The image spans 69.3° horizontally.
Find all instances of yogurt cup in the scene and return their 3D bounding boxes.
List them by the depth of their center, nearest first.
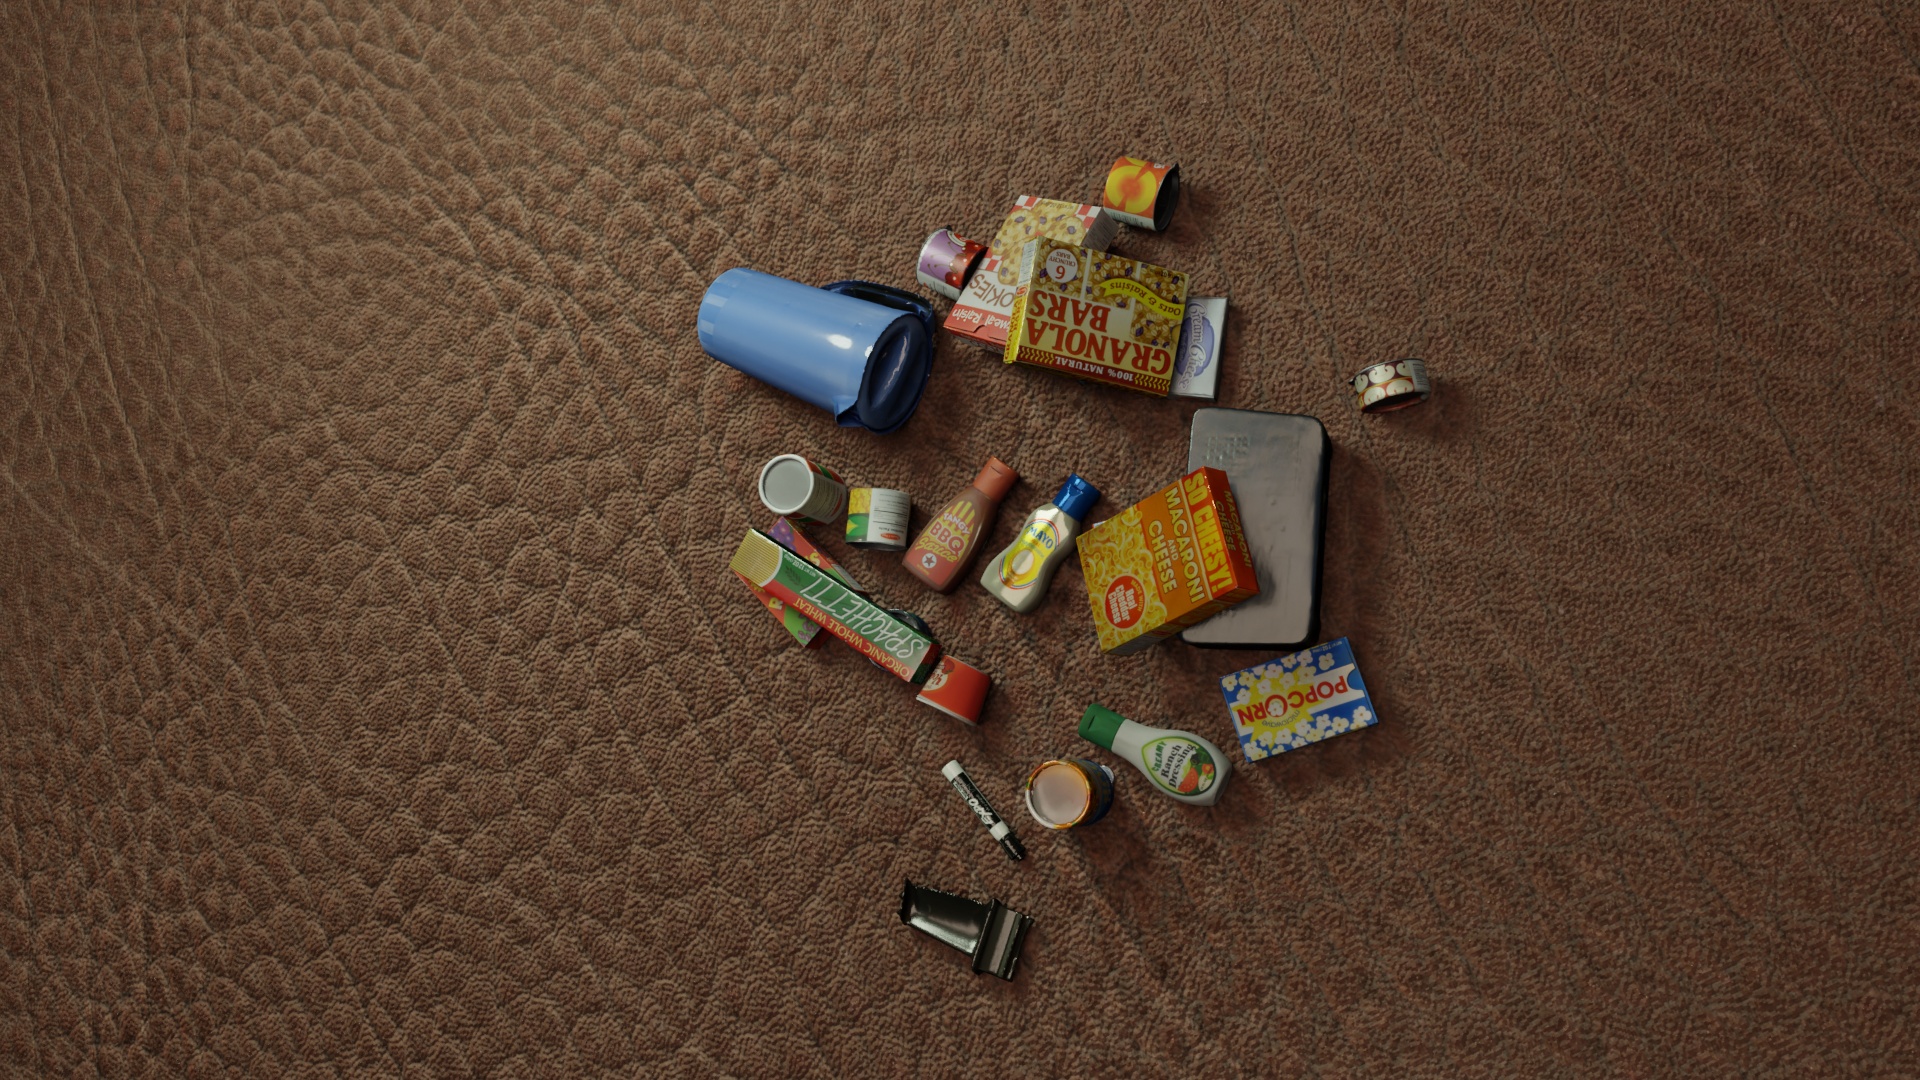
[{"bbox_3d":[-0.003,0.151,1.410,0.072,0.072,0.054,23,82,22],"label":"yogurt cup"}]

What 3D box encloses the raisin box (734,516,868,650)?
[{"bbox_3d":[-0.173,0.045,1.503,0.123,0.040,0.086,44,99,20],"label":"raisin box"}]

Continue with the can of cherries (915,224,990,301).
[{"bbox_3d":[-0.005,-0.294,1.480,0.058,0.071,0.071,28,92,22],"label":"can of cherries"}]

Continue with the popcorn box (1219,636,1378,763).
[{"bbox_3d":[0.317,0.151,1.303,0.126,0.038,0.085,-21,74,17],"label":"popcorn box"}]

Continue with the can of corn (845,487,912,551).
[{"bbox_3d":[-0.088,-0.022,1.469,0.071,0.071,0.058,3,82,21],"label":"can of corn"}]

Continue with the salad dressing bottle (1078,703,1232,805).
[{"bbox_3d":[0.186,0.204,1.340,0.148,0.044,0.064,23,88,22],"label":"salad dressing bottle"}]

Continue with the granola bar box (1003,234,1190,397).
[{"bbox_3d":[0.135,-0.217,1.360,0.166,0.039,0.124,11,89,-17],"label":"granola bar box"}]

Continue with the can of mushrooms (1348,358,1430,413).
[{"bbox_3d":[0.403,-0.144,1.304,0.071,0.071,0.033,-14,78,18],"label":"can of mushrooms"}]

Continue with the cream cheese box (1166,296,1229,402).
[{"bbox_3d":[0.237,-0.193,1.396,0.053,0.024,0.104,7,84,21],"label":"cream cheese box"}]

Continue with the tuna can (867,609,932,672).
[{"bbox_3d":[-0.066,0.104,1.456,0.071,0.033,0.071,-3,80,20],"label":"tuna can"}]

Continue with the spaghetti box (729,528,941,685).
[{"bbox_3d":[-0.132,0.067,1.447,0.250,0.028,0.050,31,93,21],"label":"spaghetti box"}]

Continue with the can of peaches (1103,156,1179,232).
[{"bbox_3d":[0.186,-0.357,1.419,0.058,0.071,0.071,19,89,23],"label":"can of peaches"}]

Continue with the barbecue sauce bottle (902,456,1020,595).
[{"bbox_3d":[0.005,-0.018,1.444,0.065,0.043,0.148,38,95,22],"label":"barbecue sauce bottle"}]

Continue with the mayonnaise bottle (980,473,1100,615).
[{"bbox_3d":[0.086,0.001,1.412,0.065,0.041,0.148,37,96,23],"label":"mayonnaise bottle"}]

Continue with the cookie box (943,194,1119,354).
[{"bbox_3d":[0.071,-0.270,1.425,0.123,0.040,0.167,24,81,46],"label":"cookie box"}]

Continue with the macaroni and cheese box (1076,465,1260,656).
[{"bbox_3d":[0.191,0.021,1.298,0.166,0.040,0.124,-32,60,40],"label":"macaroni and cheese box"}]

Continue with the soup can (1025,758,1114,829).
[{"bbox_3d":[0.108,0.243,1.341,0.071,0.084,0.071,-3,80,20],"label":"soup can"}]

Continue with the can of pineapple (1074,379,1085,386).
[{"bbox_3d":[0.120,-0.200,1.417,0.071,0.071,0.058,45,98,21],"label":"can of pineapple"}]

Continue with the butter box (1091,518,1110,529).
[{"bbox_3d":[0.169,0.026,1.385,0.053,0.024,0.103,-15,76,18],"label":"butter box"}]

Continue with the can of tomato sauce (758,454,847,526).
[{"bbox_3d":[-0.171,-0.054,1.494,0.071,0.083,0.071,-3,81,20],"label":"can of tomato sauce"}]
